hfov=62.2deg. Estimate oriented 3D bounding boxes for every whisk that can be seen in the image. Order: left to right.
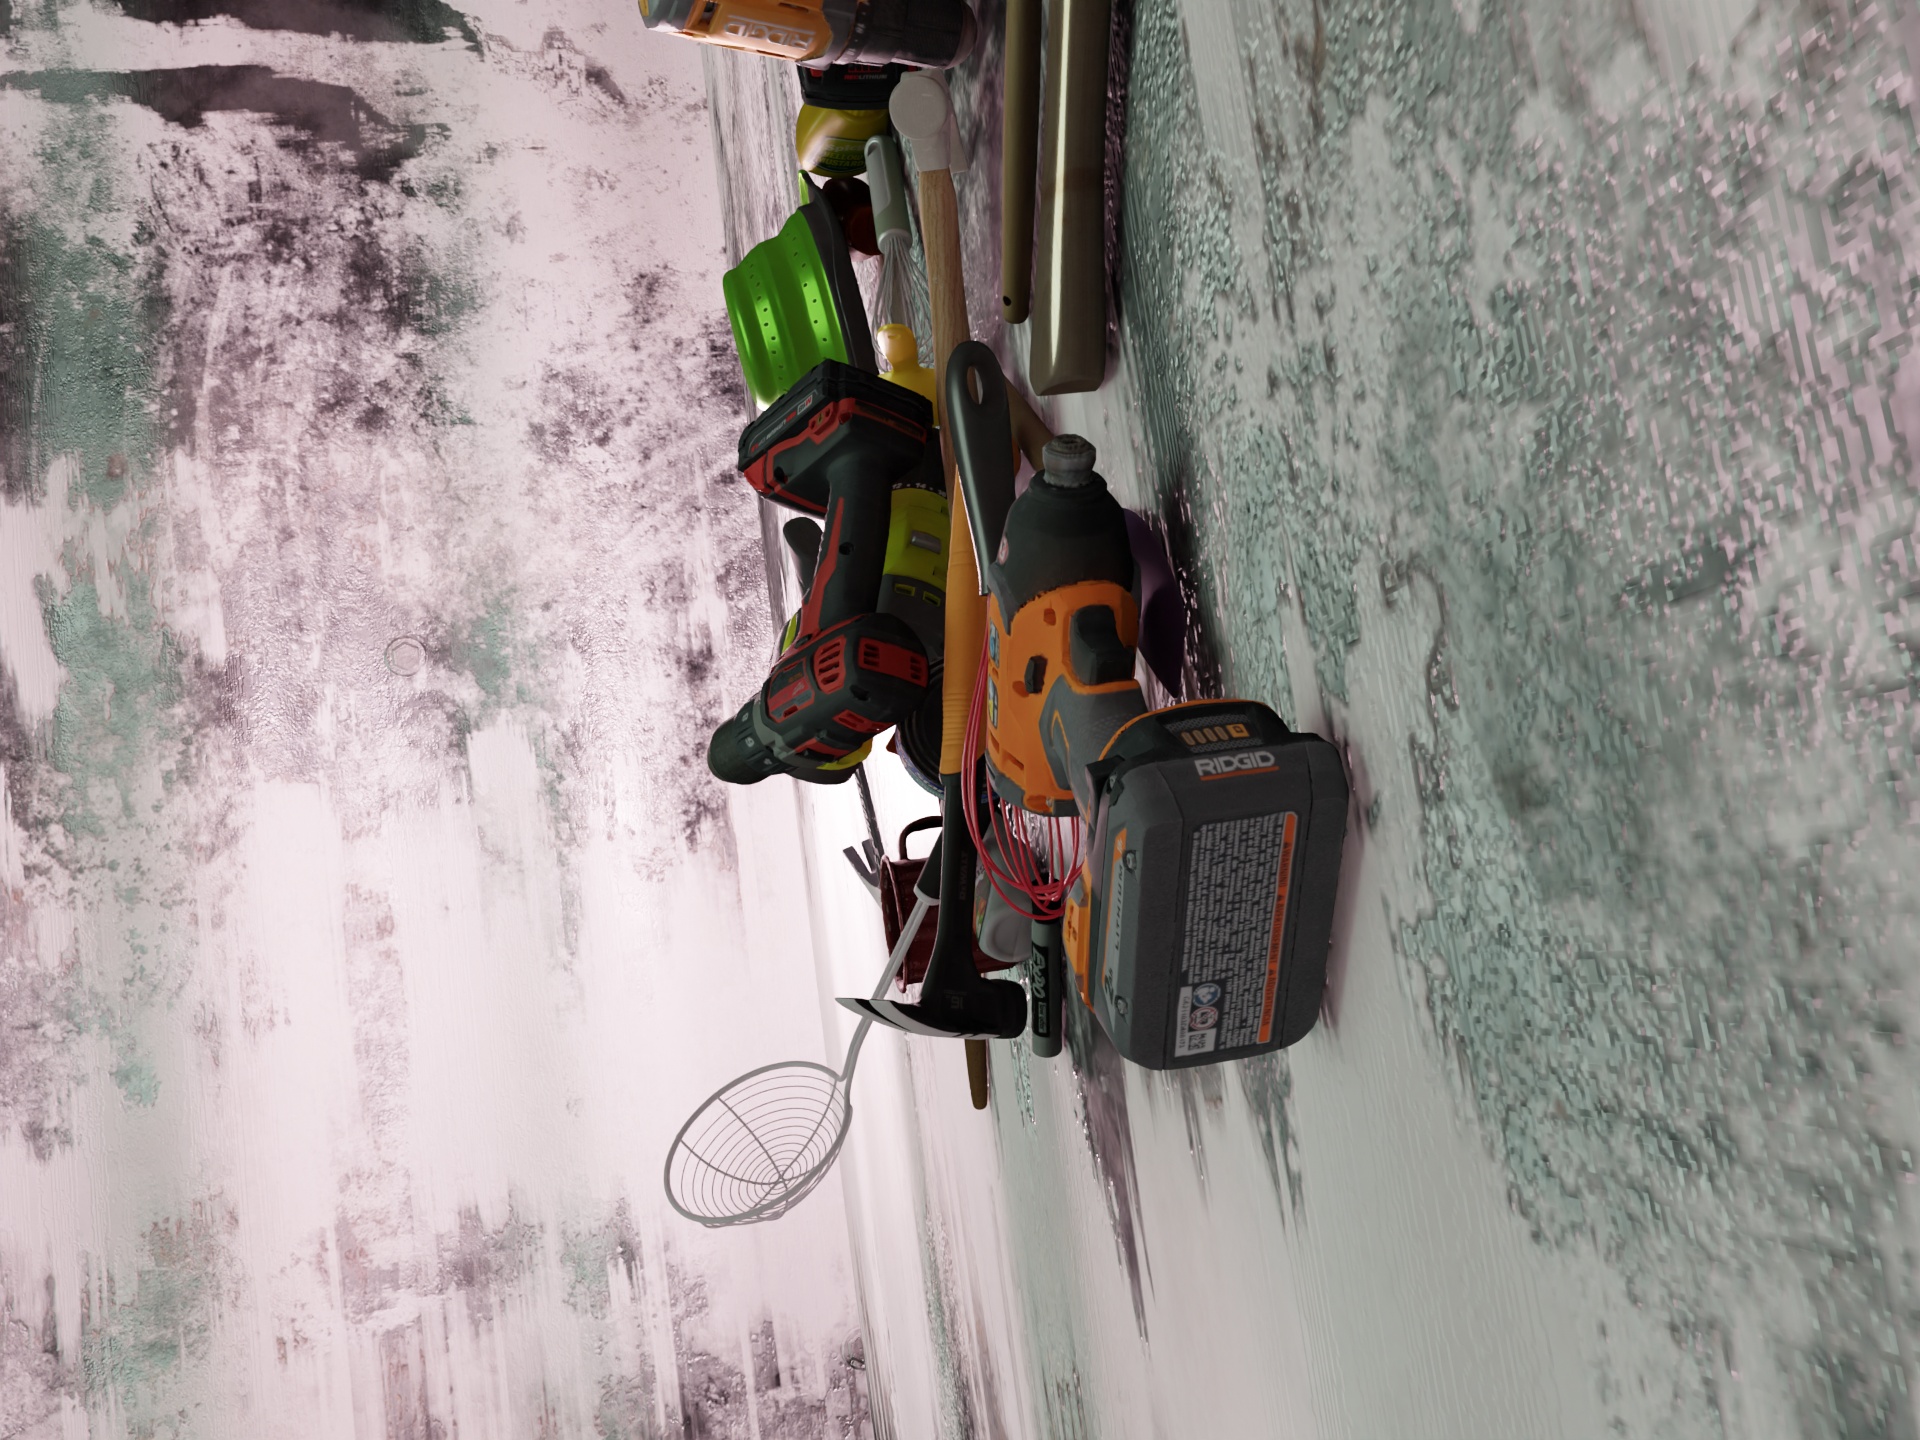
[{"bbox_3d":[-0.045,-0.325,1.100,0.058,0.059,0.247,-35,48,34],"label":"whisk"},{"bbox_3d":[0.025,-0.046,0.806,0.073,0.073,0.296,171,92,-80],"label":"whisk"}]

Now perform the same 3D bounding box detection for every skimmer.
[{"bbox_3d":[-0.070,0.151,0.974,0.363,0.090,0.127,-64,27,13],"label":"skimmer"}]

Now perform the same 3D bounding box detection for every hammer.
[{"bbox_3d":[-0.093,0.013,1.341,0.149,0.036,0.408,48,155,51],"label":"hammer"},{"bbox_3d":[-0.003,-0.203,0.929,0.130,0.031,0.331,-83,-12,-66],"label":"hammer"},{"bbox_3d":[-0.001,-0.003,0.848,0.127,0.034,0.337,20,-110,-52],"label":"hammer"},{"bbox_3d":[0.047,-0.324,0.620,0.146,0.038,0.410,-107,14,-51],"label":"hammer"}]

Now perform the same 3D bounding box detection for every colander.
[{"bbox_3d":[-0.106,-0.238,1.224,0.204,0.094,0.397,90,163,-66],"label":"colander"}]

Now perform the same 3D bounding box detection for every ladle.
[{"bbox_3d":[0.005,0.156,1.184,0.069,0.031,0.315,-119,23,-66],"label":"ladle"}]

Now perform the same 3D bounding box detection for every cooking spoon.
[{"bbox_3d":[0.029,-0.327,0.733,0.069,0.017,0.318,30,141,27],"label":"cooking spoon"}]

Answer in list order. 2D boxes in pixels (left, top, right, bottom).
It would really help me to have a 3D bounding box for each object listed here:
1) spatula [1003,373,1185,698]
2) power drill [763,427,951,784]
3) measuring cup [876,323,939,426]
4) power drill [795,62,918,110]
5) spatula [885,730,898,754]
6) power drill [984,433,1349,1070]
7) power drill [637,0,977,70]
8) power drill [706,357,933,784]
[{"bbox_3d":[0.054,-0.112,0.766,0.316,0.018,0.059,-114,20,-55],"label":"spatula"},{"bbox_3d":[-0.063,-0.075,1.090,0.228,0.080,0.191,129,153,-50],"label":"power drill"},{"bbox_3d":[-0.034,-0.210,0.984,0.156,0.062,0.029,43,-138,-85],"label":"measuring cup"},{"bbox_3d":[-0.056,-0.488,0.981,0.219,0.078,0.143,118,143,-68],"label":"power drill"},{"bbox_3d":[-0.032,0.004,1.230,0.081,0.041,0.322,-53,4,-6],"label":"spatula"},{"bbox_3d":[0.061,0.000,0.596,0.227,0.084,0.164,-115,21,-57],"label":"power drill"},{"bbox_3d":[-0.042,-0.411,0.783,0.226,0.185,0.084,-40,55,55],"label":"power drill"},{"bbox_3d":[-0.090,-0.077,0.947,0.188,0.080,0.227,-27,55,48],"label":"power drill"}]
